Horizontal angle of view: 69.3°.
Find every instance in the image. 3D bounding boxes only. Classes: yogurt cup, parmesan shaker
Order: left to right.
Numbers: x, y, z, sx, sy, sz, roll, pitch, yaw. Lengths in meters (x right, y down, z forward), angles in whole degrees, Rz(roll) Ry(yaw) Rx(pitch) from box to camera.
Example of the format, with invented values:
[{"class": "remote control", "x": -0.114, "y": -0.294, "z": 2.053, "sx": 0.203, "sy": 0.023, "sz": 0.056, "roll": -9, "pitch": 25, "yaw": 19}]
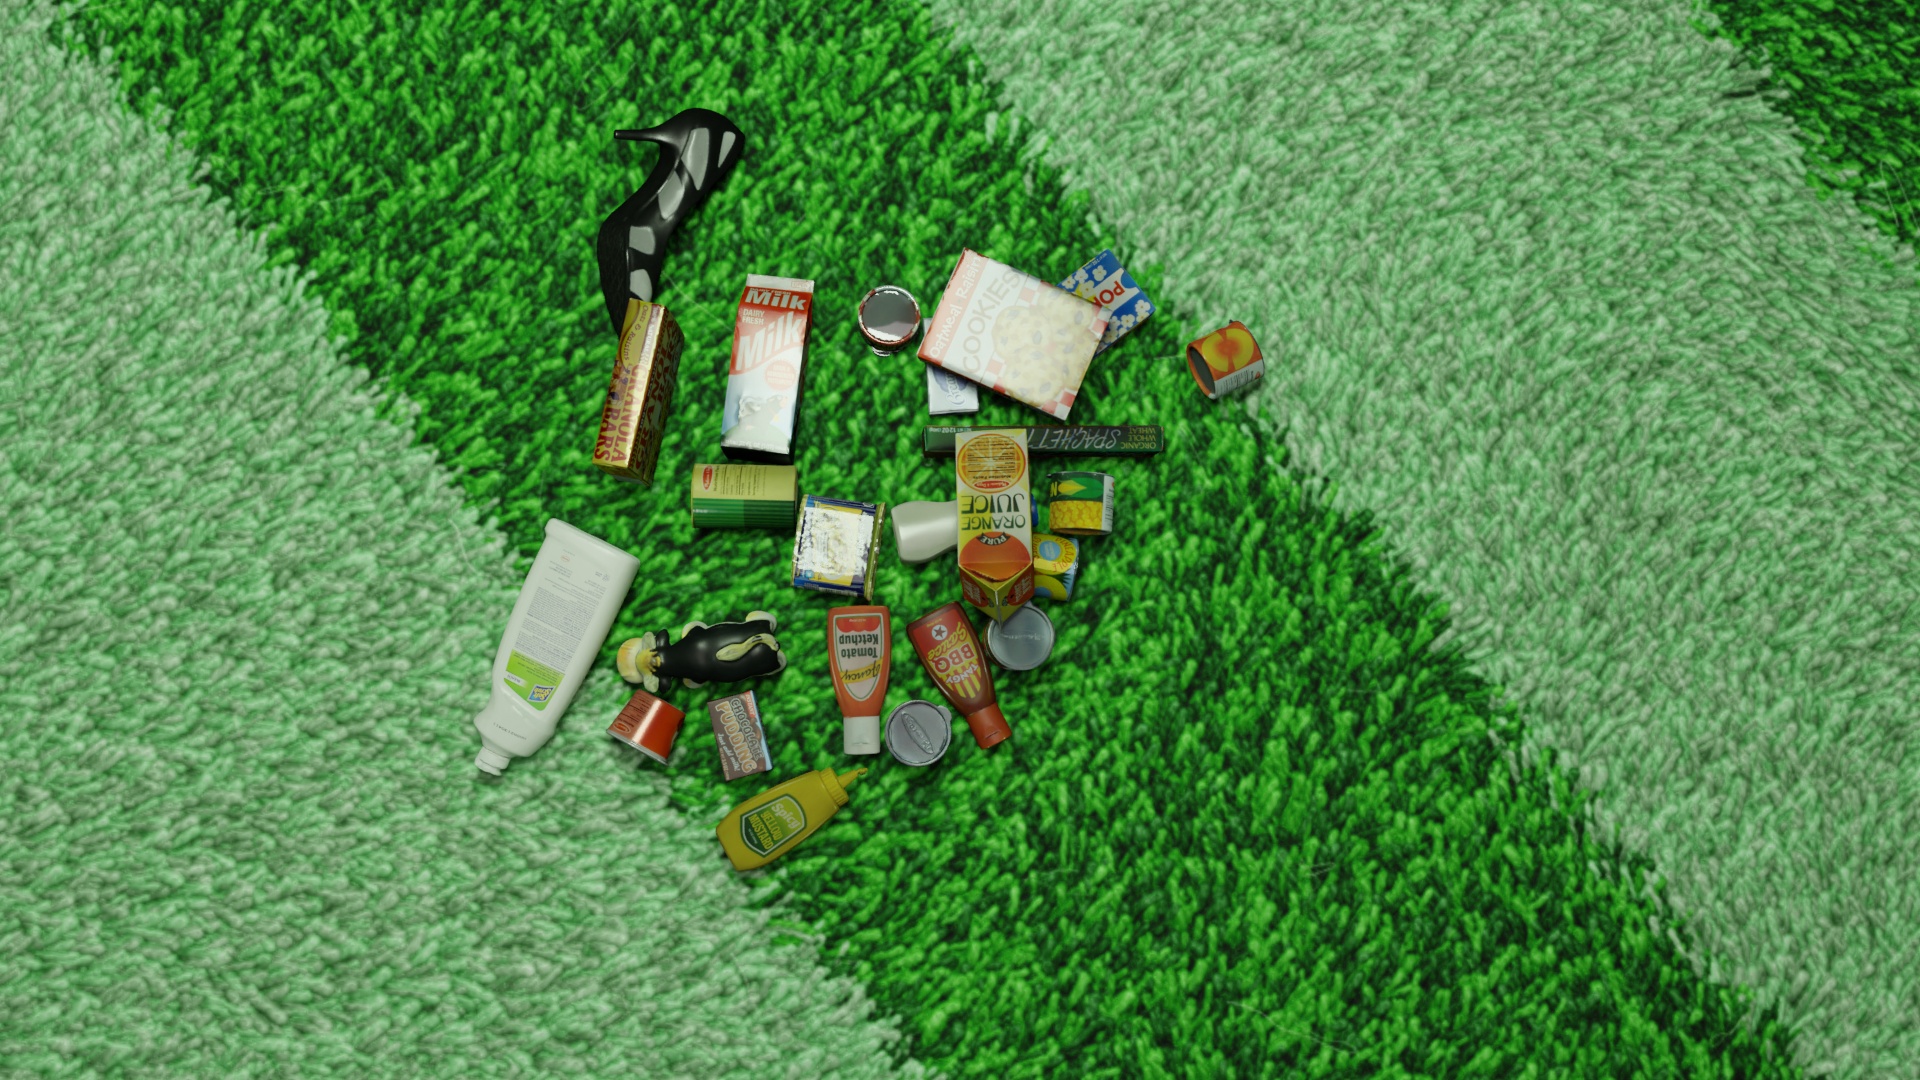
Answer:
[{"class": "yogurt cup", "x": -0.310, "y": 0.184, "z": 1.381, "sx": 0.072, "sy": 0.072, "sz": 0.054, "roll": 28, "pitch": 75, "yaw": 0}, {"class": "parmesan shaker", "x": -0.218, "y": -0.042, "z": 1.409, "sx": 0.103, "sy": 0.071, "sz": 0.071, "roll": 1, "pitch": 84, "yaw": -4}]

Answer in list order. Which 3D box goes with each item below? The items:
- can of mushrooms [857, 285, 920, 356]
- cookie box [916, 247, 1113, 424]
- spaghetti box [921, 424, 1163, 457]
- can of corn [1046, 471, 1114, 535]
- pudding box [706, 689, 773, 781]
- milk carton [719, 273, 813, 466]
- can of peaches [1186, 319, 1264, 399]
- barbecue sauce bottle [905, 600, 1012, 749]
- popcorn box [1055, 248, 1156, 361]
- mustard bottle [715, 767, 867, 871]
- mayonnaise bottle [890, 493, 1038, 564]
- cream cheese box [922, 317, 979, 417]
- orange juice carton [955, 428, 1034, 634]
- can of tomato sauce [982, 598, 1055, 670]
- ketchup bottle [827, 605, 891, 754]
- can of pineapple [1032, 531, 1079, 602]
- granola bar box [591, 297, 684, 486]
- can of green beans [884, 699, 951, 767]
[{"class": "can of mushrooms", "x": -0.075, "y": -0.231, "z": 1.457, "sx": 0.071, "sy": 0.033, "sz": 0.071, "roll": 0, "pitch": 84, "yaw": -4}, {"class": "cookie box", "x": 0.055, "y": -0.210, "z": 1.424, "sx": 0.167, "sy": 0.040, "sz": 0.123, "roll": 24, "pitch": 89, "yaw": 3}, {"class": "spaghetti box", "x": 0.085, "y": -0.103, "z": 1.445, "sx": 0.250, "sy": 0.050, "sz": 0.028, "roll": 0, "pitch": 85, "yaw": -4}, {"class": "can of corn", "x": 0.122, "y": -0.038, "z": 1.432, "sx": 0.071, "sy": 0.071, "sz": 0.058, "roll": 3, "pitch": 84, "yaw": -3}, {"class": "pudding box", "x": -0.222, "y": 0.197, "z": 1.401, "sx": 0.050, "sy": 0.030, "sz": 0.083, "roll": -14, "pitch": 85, "yaw": -6}, {"class": "milk carton", "x": -0.196, "y": -0.178, "z": 1.423, "sx": 0.072, "sy": 0.073, "sz": 0.190, "roll": 6, "pitch": 83, "yaw": -3}, {"class": "can of peaches", "x": 0.276, "y": -0.191, "z": 1.459, "sx": 0.058, "sy": 0.071, "sz": 0.071, "roll": -27, "pitch": 86, "yaw": -5}, {"class": "barbecue sauce bottle", "x": 0.003, "y": 0.139, "z": 1.415, "sx": 0.065, "sy": 0.043, "sz": 0.148, "roll": -27, "pitch": 86, "yaw": -1}, {"class": "popcorn box", "x": 0.130, "y": -0.236, "z": 1.468, "sx": 0.127, "sy": 0.038, "sz": 0.085, "roll": -37, "pitch": 86, "yaw": -6}, {"class": "mustard bottle", "x": -0.164, "y": 0.267, "z": 1.387, "sx": 0.160, "sy": 0.049, "sz": 0.065, "roll": -31, "pitch": 88, "yaw": -6}, {"class": "mayonnaise bottle", "x": 0.005, "y": -0.018, "z": 1.435, "sx": 0.148, "sy": 0.041, "sz": 0.065, "roll": -11, "pitch": 79, "yaw": -6}, {"class": "cream cheese box", "x": -0.011, "y": -0.183, "z": 1.460, "sx": 0.053, "sy": 0.024, "sz": 0.104, "roll": -4, "pitch": 84, "yaw": -3}, {"class": "orange juice carton", "x": 0.034, "y": -0.009, "z": 1.361, "sx": 0.073, "sy": 0.071, "sz": 0.193, "roll": -3, "pitch": 62, "yaw": 2}, {"class": "can of tomato sauce", "x": 0.057, "y": 0.096, "z": 1.404, "sx": 0.071, "sy": 0.083, "sz": 0.071, "roll": 0, "pitch": 84, "yaw": -4}, {"class": "ketchup bottle", "x": -0.101, "y": 0.141, "z": 1.409, "sx": 0.065, "sy": 0.043, "sz": 0.149, "roll": -2, "pitch": 84, "yaw": -3}, {"class": "can of pineapple", "x": 0.087, "y": 0.025, "z": 1.421, "sx": 0.058, "sy": 0.071, "sz": 0.071, "roll": 10, "pitch": 83, "yaw": -2}, {"class": "granola bar box", "x": -0.318, "y": -0.144, "z": 1.386, "sx": 0.039, "sy": 0.124, "sz": 0.165, "roll": 11, "pitch": 83, "yaw": -1}, {"class": "can of green beans", "x": -0.043, "y": 0.193, "z": 1.399, "sx": 0.071, "sy": 0.057, "sz": 0.071, "roll": 0, "pitch": 84, "yaw": -3}]
